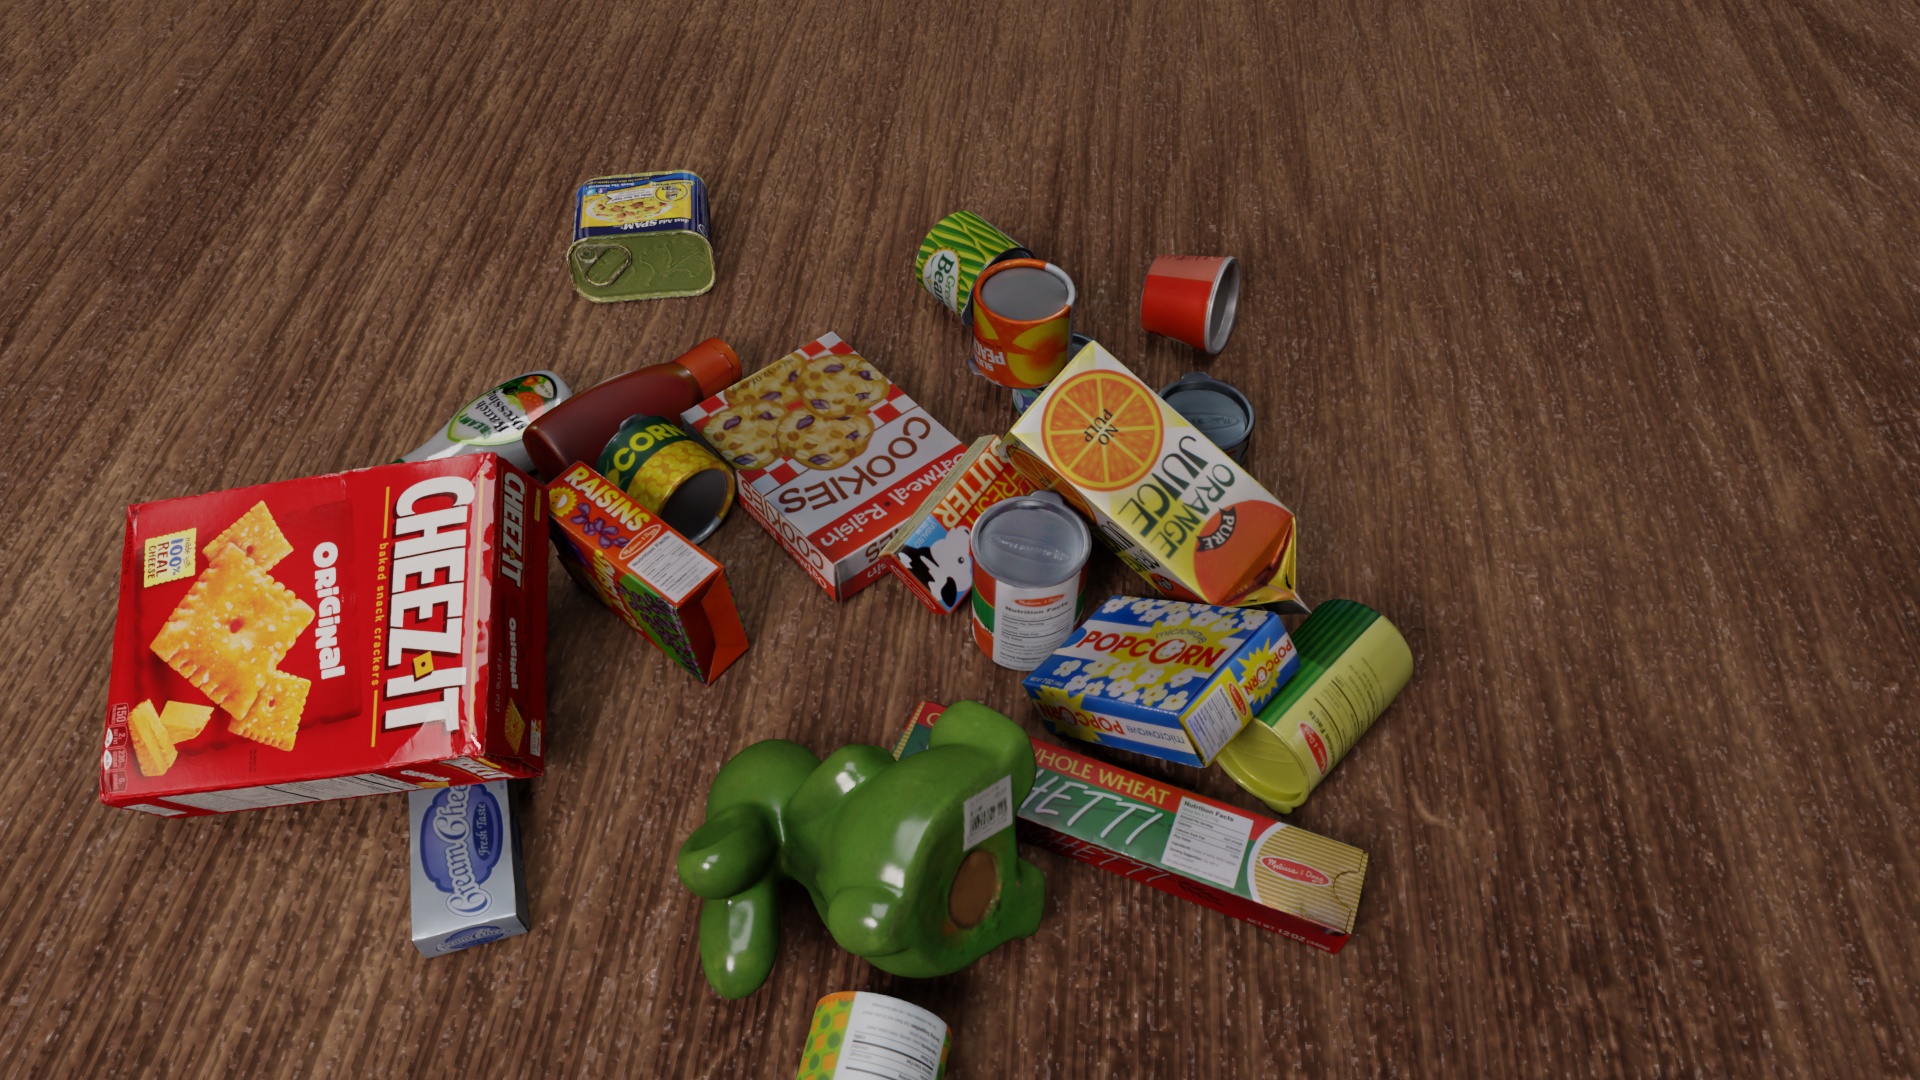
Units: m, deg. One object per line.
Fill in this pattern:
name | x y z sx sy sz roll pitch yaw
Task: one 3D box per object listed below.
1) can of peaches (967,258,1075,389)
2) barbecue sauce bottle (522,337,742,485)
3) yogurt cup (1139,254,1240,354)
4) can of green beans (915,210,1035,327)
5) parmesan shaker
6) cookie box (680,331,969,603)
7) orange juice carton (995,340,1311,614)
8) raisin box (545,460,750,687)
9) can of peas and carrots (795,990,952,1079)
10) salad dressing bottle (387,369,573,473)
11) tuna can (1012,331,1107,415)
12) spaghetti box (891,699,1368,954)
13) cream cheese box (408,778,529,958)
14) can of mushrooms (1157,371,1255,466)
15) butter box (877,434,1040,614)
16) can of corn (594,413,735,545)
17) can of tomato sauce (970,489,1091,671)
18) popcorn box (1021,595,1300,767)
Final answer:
can of peaches | 0.039 -0.141 0.903 0.071 0.057 0.071 0 51 0
barbecue sauce bottle | -0.207 -0.083 0.902 0.149 0.064 0.043 -40 17 -34
yogurt cup | 0.159 -0.168 0.966 0.054 0.072 0.073 15 52 22
can of green beans | 0.010 -0.191 0.983 0.071 0.071 0.058 -35 58 -25
parmesan shaker | 0.192 0.089 0.757 0.071 0.071 0.103 36 59 26
cookie box | -0.079 -0.051 0.886 0.123 0.040 0.168 -33 57 -24
orange juice carton | 0.118 -0.020 0.798 0.193 0.071 0.073 41 82 0
raisin box | -0.183 0.019 0.799 0.123 0.085 0.040 34 63 24
can of peas and carrots | -0.042 0.246 0.629 0.071 0.070 0.059 9 51 7
salad dressing bottle | -0.315 -0.055 0.887 0.148 0.043 0.064 -36 60 -25
tuna can | 0.070 -0.107 0.935 0.071 0.032 0.071 0 51 0
spaghetti box | 0.084 0.147 0.731 0.250 0.028 0.050 17 53 14
cream cheese box | -0.258 0.160 0.724 0.053 0.024 0.104 -13 52 -9
can of mushrooms | 0.157 -0.074 0.908 0.071 0.033 0.071 0 51 1
butter box | 0.003 -0.010 0.832 0.104 0.053 0.024 -50 22 -19
can of corn | -0.182 -0.036 0.854 0.058 0.070 0.071 36 59 25
can of tomato sauce | 0.039 0.024 0.796 0.071 0.082 0.071 0 51 0
popcorn box | 0.106 0.072 0.744 0.085 0.038 0.126 -41 24 -27
